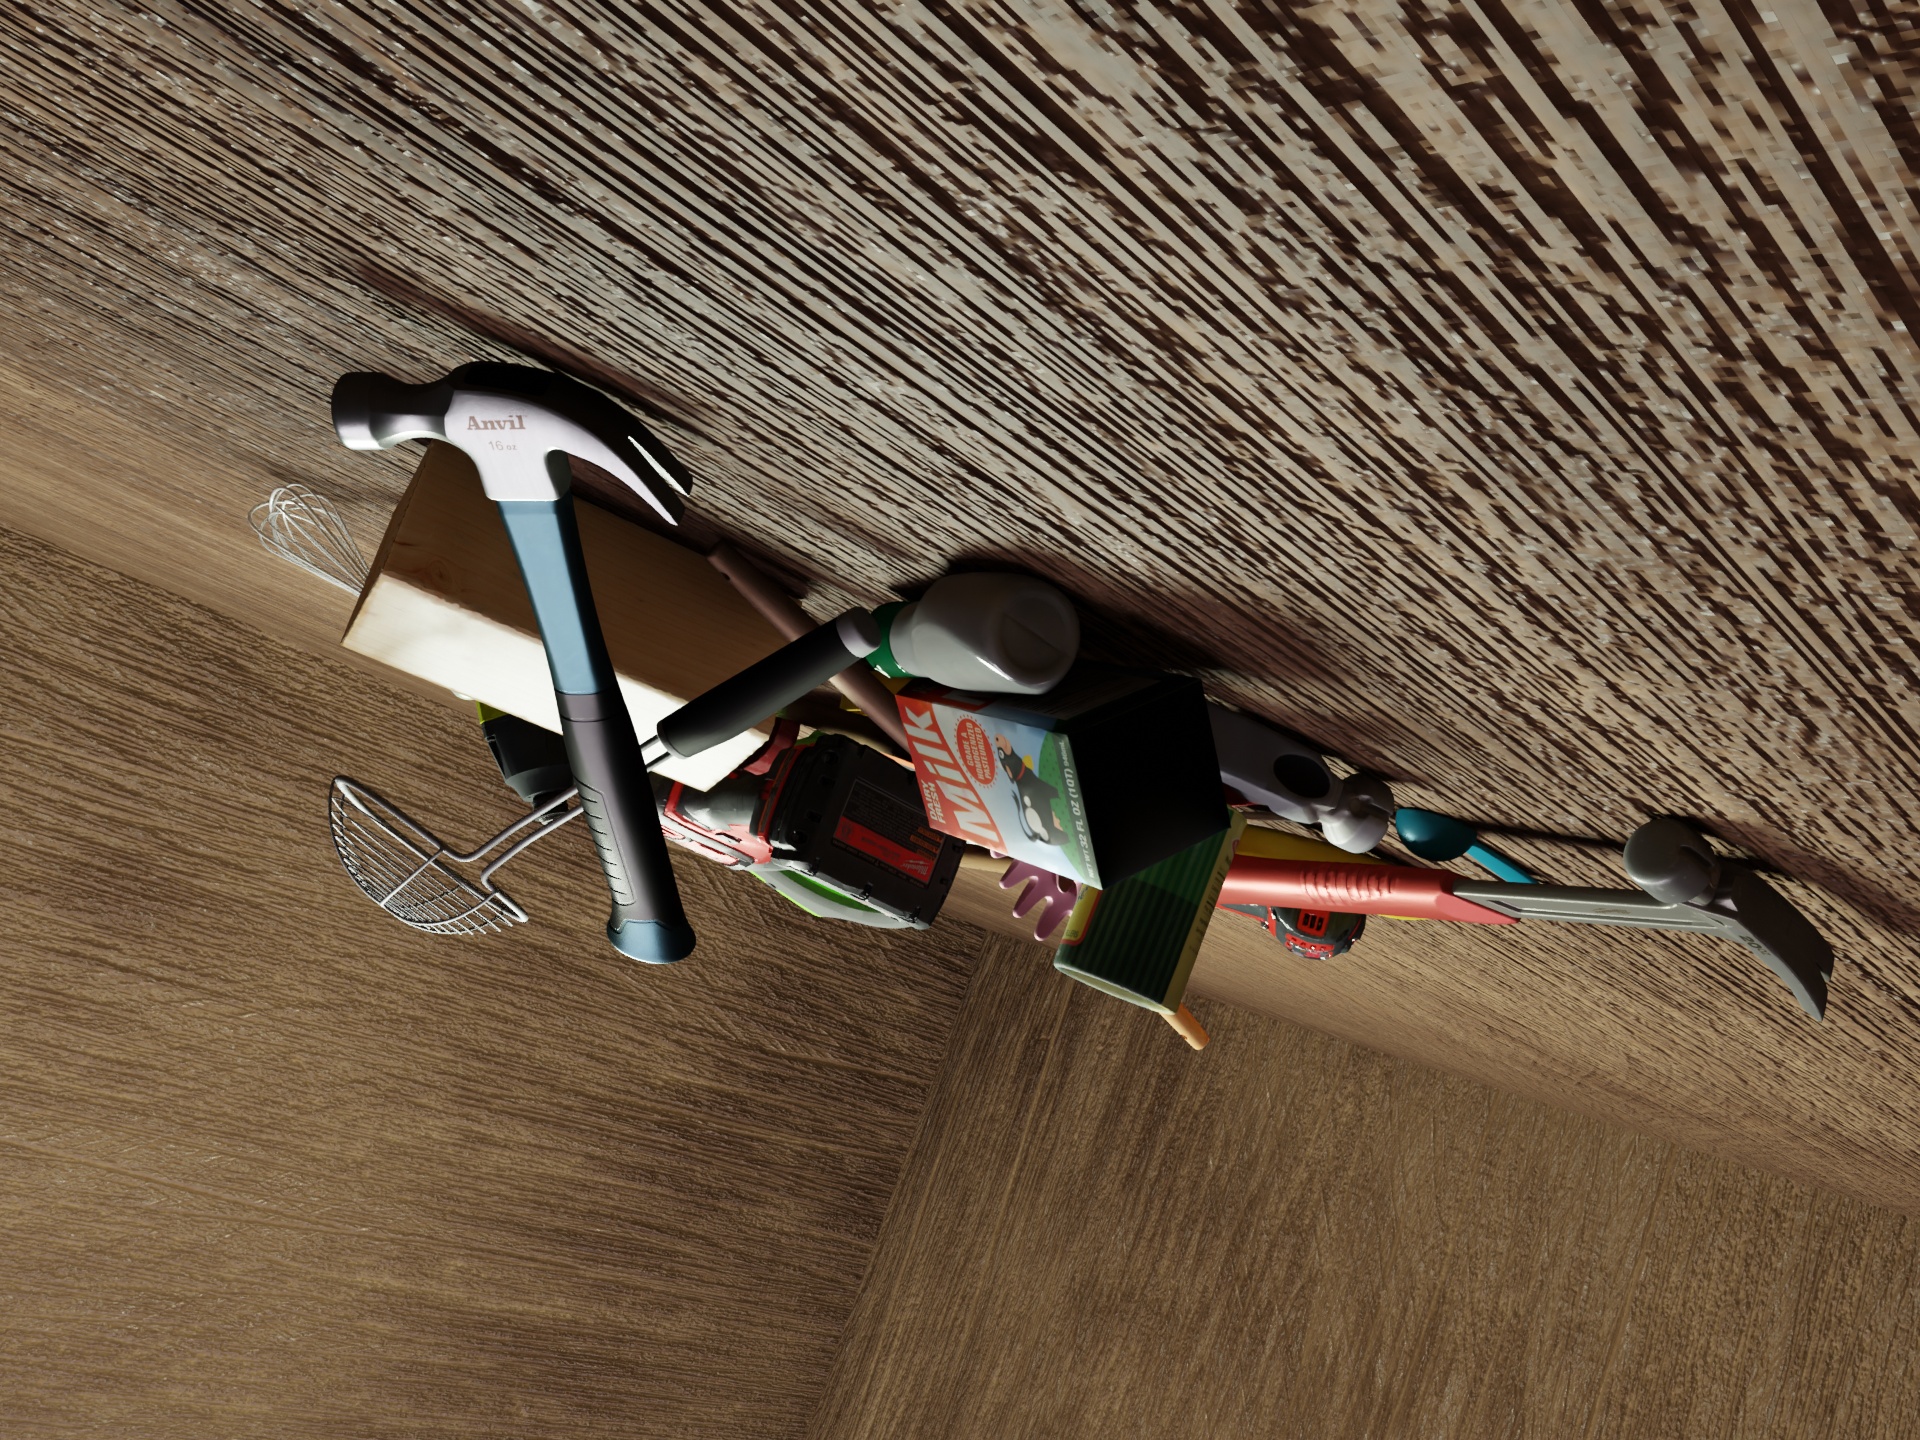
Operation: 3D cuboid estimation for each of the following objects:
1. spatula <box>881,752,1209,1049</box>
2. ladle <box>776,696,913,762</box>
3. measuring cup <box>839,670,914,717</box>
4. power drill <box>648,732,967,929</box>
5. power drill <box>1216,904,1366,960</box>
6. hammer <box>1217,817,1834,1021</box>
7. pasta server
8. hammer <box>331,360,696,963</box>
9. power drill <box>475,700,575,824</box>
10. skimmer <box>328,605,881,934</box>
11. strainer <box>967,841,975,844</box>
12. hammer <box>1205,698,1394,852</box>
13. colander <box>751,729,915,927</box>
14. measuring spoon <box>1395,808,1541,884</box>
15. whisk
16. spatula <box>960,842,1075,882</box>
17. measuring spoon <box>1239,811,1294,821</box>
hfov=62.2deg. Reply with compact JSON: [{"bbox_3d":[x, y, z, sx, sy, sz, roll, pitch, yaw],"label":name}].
[{"bbox_3d":[0.052,0.106,1.025,0.322,0.041,0.081,48,157,-13],"label":"spatula"},{"bbox_3d":[-0.069,-0.003,0.932,0.320,0.078,0.062,17,-157,20],"label":"ladle"},{"bbox_3d":[-0.002,-0.003,0.993,0.156,0.029,0.062,11,168,-27],"label":"measuring cup"},{"bbox_3d":[-0.100,0.063,0.959,0.143,0.078,0.220,31,163,-34],"label":"power drill"},{"bbox_3d":[0.177,0.119,1.145,0.227,0.080,0.187,15,170,15],"label":"power drill"},{"bbox_3d":[0.243,0.093,0.822,0.149,0.037,0.359,34,159,-31],"label":"hammer"},{"bbox_3d":[-0.022,0.021,0.846,0.316,0.040,0.060,44,155,-25],"label":"pasta server"},{"bbox_3d":[-0.166,-0.007,0.709,0.128,0.033,0.330,0,132,5],"label":"hammer"},{"bbox_3d":[-0.250,-0.008,1.044,0.080,0.171,0.223,-15,169,7],"label":"power drill"},{"bbox_3d":[-0.185,0.017,0.814,0.363,0.090,0.127,-29,122,25],"label":"skimmer"},{"bbox_3d":[0.008,0.097,1.304,0.087,0.050,0.258,0,173,-20],"label":"strainer"},{"bbox_3d":[0.082,0.034,0.926,0.143,0.038,0.386,24,168,-17],"label":"hammer"},{"bbox_3d":[-0.060,0.045,1.215,0.204,0.094,0.397,36,149,-10],"label":"colander"},{"bbox_3d":[0.277,0.079,0.853,0.128,0.021,0.042,29,168,-34],"label":"measuring spoon"},{"bbox_3d":[-0.387,-0.084,1.042,0.246,0.057,0.059,37,-146,27],"label":"whisk"},{"bbox_3d":[0.019,0.084,1.086,0.317,0.044,0.082,5,140,29],"label":"spatula"},{"bbox_3d":[0.169,0.050,0.957,0.124,0.018,0.034,2,179,43],"label":"measuring spoon"}]
